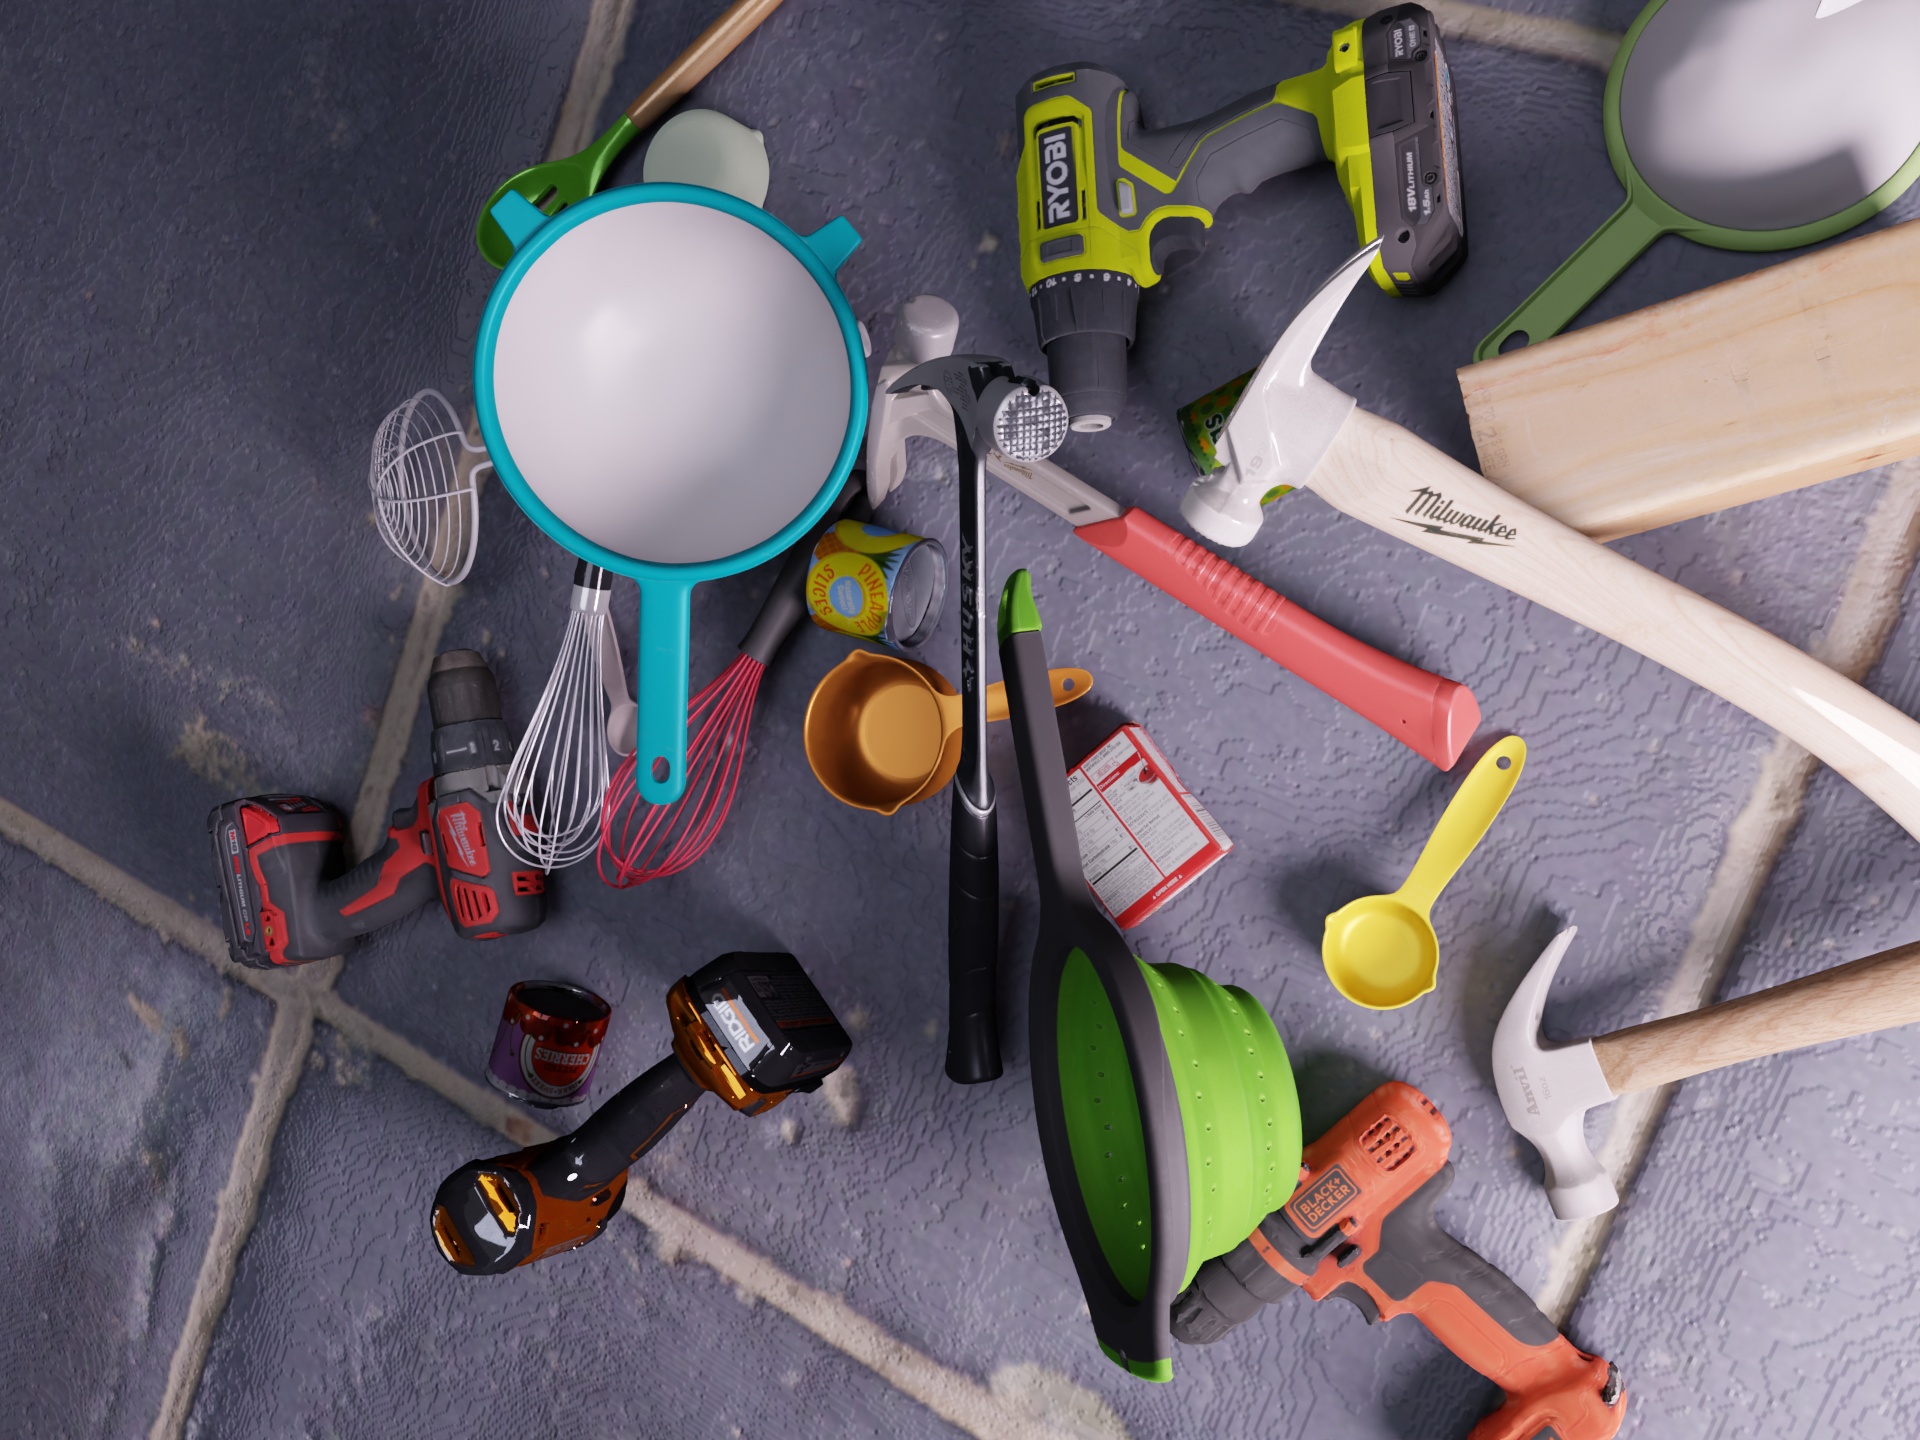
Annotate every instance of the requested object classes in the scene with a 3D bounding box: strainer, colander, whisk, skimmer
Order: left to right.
[{"bbox_3d":[-0.231,-0.042,0.969,0.070,0.070,0.284,16,101,23],"label":"whisk"},{"bbox_3d":[-0.221,-0.183,1.008,0.363,0.090,0.127,-14,87,13],"label":"skimmer"},{"bbox_3d":[-0.162,-0.126,0.909,0.211,0.095,0.340,3,104,-4],"label":"strainer"},{"bbox_3d":[-0.133,-0.022,0.953,0.073,0.073,0.296,35,98,20],"label":"whisk"},{"bbox_3d":[0.092,0.112,0.798,0.094,0.204,0.397,-6,77,-12],"label":"colander"},{"bbox_3d":[0.337,-0.261,0.738,0.256,0.069,0.151,-45,73,15],"label":"strainer"}]

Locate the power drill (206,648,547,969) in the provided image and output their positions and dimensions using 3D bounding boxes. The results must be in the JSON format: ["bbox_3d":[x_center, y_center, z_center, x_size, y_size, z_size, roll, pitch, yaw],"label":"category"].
[{"bbox_3d":[-0.382,0.065,1.052,0.227,0.080,0.188,-14,84,20],"label":"power drill"}]

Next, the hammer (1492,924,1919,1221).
[{"bbox_3d":[0.396,0.120,0.703,0.331,0.031,0.130,-26,78,30],"label":"hammer"}]

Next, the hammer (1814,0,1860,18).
[{"bbox_3d":[0.292,-0.420,0.745,0.127,0.034,0.337,-37,59,-26],"label":"hammer"}]

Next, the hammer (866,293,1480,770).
[{"bbox_3d":[0.104,-0.080,0.836,0.359,0.149,0.037,34,58,12],"label":"hammer"}]

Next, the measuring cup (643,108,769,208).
[{"bbox_3d":[-0.134,-0.302,0.965,0.083,0.038,0.168,-41,72,18],"label":"measuring cup"}]

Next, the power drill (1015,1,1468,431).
[{"bbox_3d":[0.137,-0.258,0.823,0.228,0.080,0.190,-5,84,26],"label":"power drill"}]

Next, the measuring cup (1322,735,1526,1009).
[{"bbox_3d":[0.240,0.076,0.806,0.062,0.029,0.156,33,90,21],"label":"measuring cup"}]

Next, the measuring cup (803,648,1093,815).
[{"bbox_3d":[-0.001,-0.003,0.896,0.173,0.052,0.095,-14,85,20],"label":"measuring cup"}]

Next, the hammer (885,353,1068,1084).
[{"bbox_3d":[0.004,0.015,0.816,0.149,0.036,0.408,-134,39,-58],"label":"hammer"}]

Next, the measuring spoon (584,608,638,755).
[{"bbox_3d":[-0.219,-0.035,1.015,0.034,0.018,0.124,-27,72,27],"label":"measuring spoon"}]

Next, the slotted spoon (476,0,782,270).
[{"bbox_3d":[-0.185,-0.392,0.997,0.313,0.031,0.070,-37,75,17],"label":"slotted spoon"}]

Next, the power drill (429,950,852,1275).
[{"bbox_3d":[-0.178,0.230,0.927,0.226,0.164,0.084,-38,74,6],"label":"power drill"}]

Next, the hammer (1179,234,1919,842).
[{"bbox_3d":[0.307,-0.051,0.688,0.410,0.038,0.146,30,123,2],"label":"hammer"}]
